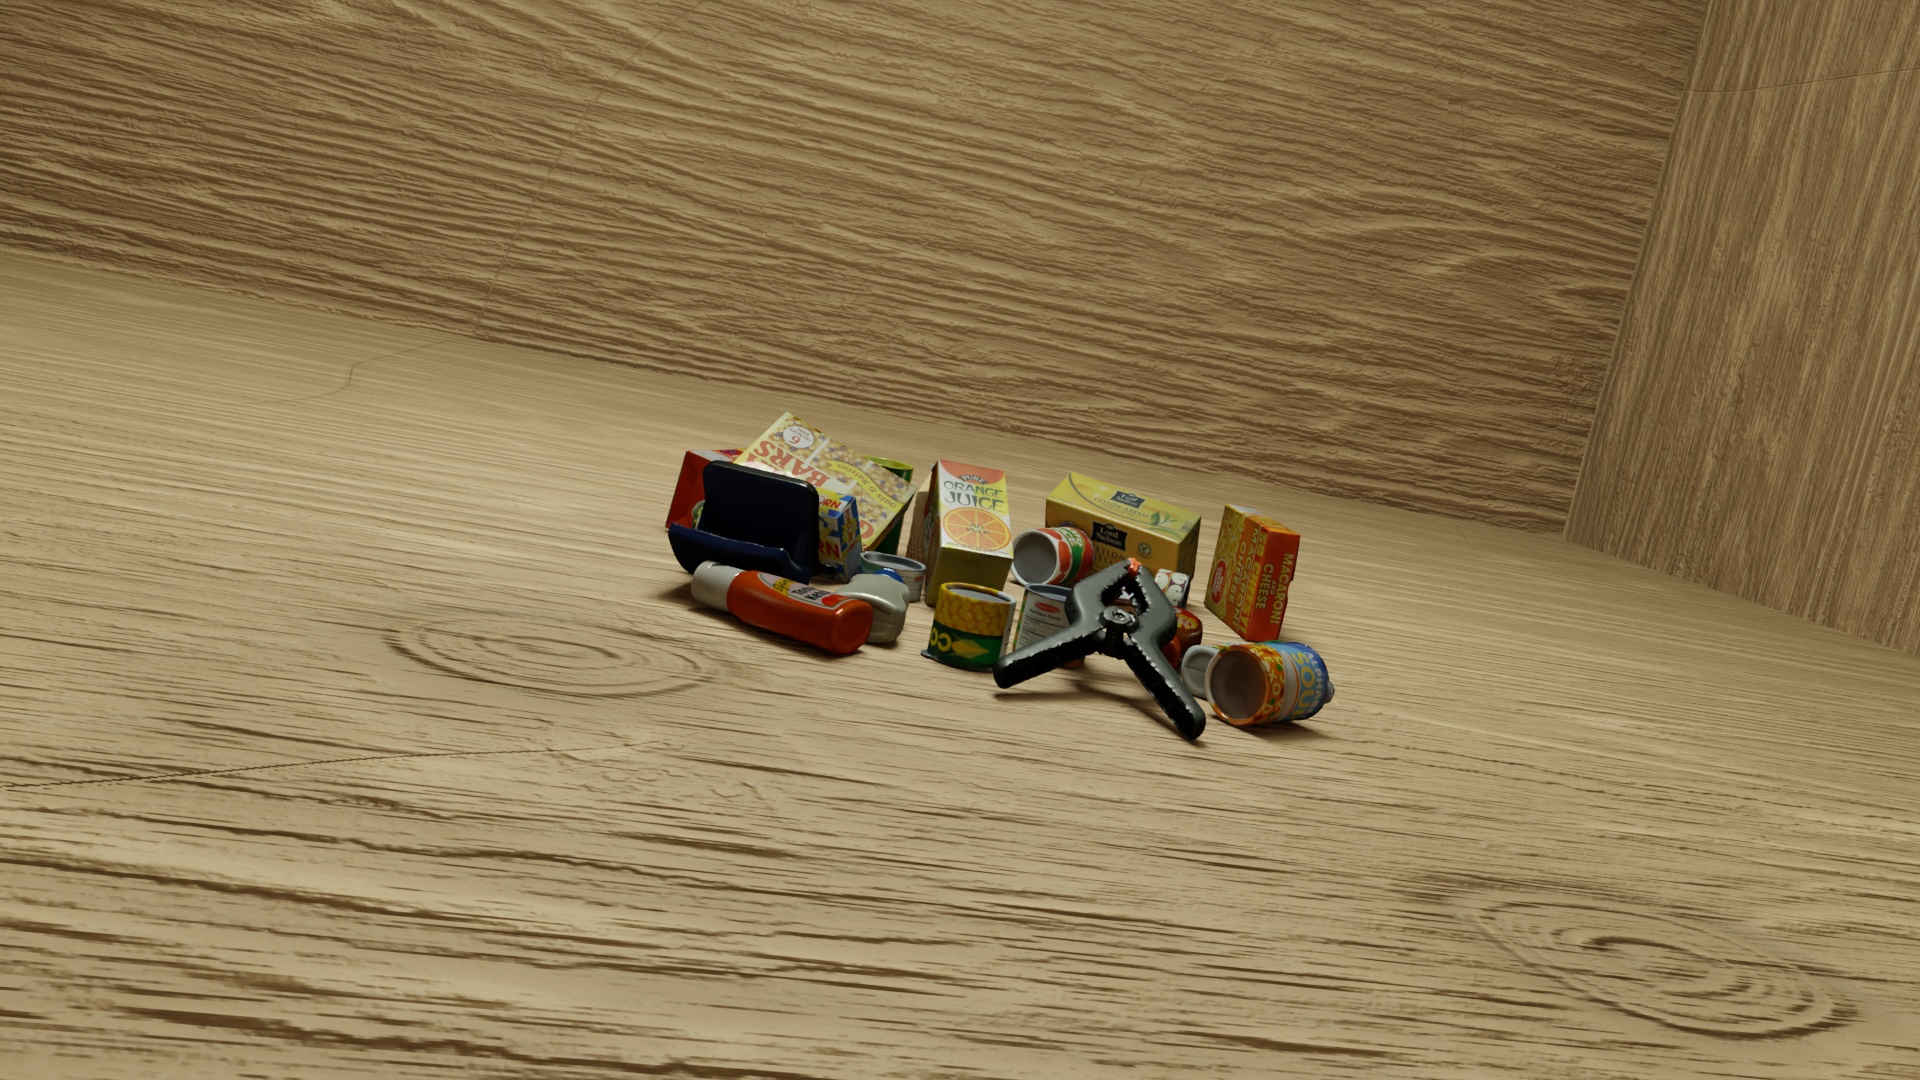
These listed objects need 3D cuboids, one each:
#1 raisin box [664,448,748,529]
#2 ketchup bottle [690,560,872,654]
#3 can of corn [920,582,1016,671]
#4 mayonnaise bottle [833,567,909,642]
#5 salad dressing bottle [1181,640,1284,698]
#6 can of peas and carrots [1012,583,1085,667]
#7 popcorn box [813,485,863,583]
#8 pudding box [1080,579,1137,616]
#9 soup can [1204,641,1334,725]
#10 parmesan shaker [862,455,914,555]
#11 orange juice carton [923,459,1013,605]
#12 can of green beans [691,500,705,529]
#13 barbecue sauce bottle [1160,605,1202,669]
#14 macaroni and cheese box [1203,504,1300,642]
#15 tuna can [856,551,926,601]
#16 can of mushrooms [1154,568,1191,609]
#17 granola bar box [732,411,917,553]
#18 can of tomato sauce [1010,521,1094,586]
[{"bbox_3d":[-0.254,-0.051,1.472,0.040,0.086,0.123,21,12,19],"label":"raisin box"},{"bbox_3d":[-0.148,0.052,1.118,0.149,0.043,0.065,15,10,25],"label":"ketchup bottle"},{"bbox_3d":[0.007,0.070,1.147,0.071,0.058,0.071,11,9,-2],"label":"can of corn"},{"bbox_3d":[-0.074,0.054,1.209,0.065,0.041,0.148,13,8,2],"label":"mayonnaise bottle"},{"bbox_3d":[0.251,0.112,1.240,0.064,0.044,0.148,11,7,36],"label":"salad dressing bottle"},{"bbox_3d":[0.084,0.074,1.220,0.071,0.058,0.071,12,9,-2],"label":"can of peas and carrots"},{"bbox_3d":[-0.161,-0.015,1.360,0.127,0.084,0.038,15,43,21],"label":"popcorn box"},{"bbox_3d":[0.156,0.066,1.445,0.050,0.030,0.084,8,10,-13],"label":"pudding box"},{"bbox_3d":[0.253,0.117,1.138,0.084,0.071,0.071,2,13,-43],"label":"soup can"},{"bbox_3d":[-0.092,-0.036,1.528,0.071,0.103,0.071,11,8,-2],"label":"parmesan shaker"},{"bbox_3d":[0.005,-0.017,1.395,0.072,0.072,0.194,10,36,-10],"label":"orange juice carton"},{"bbox_3d":[-0.215,-0.005,1.307,0.071,0.071,0.058,8,10,-23],"label":"can of green beans"},{"bbox_3d":[0.188,0.093,1.278,0.065,0.043,0.149,14,10,11],"label":"barbecue sauce bottle"},{"bbox_3d":[0.323,0.035,1.544,0.040,0.123,0.167,9,10,-8],"label":"macaroni and cheese box"},{"bbox_3d":[-0.070,0.035,1.347,0.071,0.032,0.071,11,9,-2],"label":"tuna can"},{"bbox_3d":[0.211,0.065,1.410,0.033,0.071,0.071,14,9,14],"label":"can of mushrooms"},{"bbox_3d":[-0.147,-0.051,1.443,0.166,0.038,0.125,30,44,7],"label":"granola bar box"},{"bbox_3d":[0.102,0.017,1.548,0.071,0.071,0.083,17,11,30],"label":"can of tomato sauce"}]
